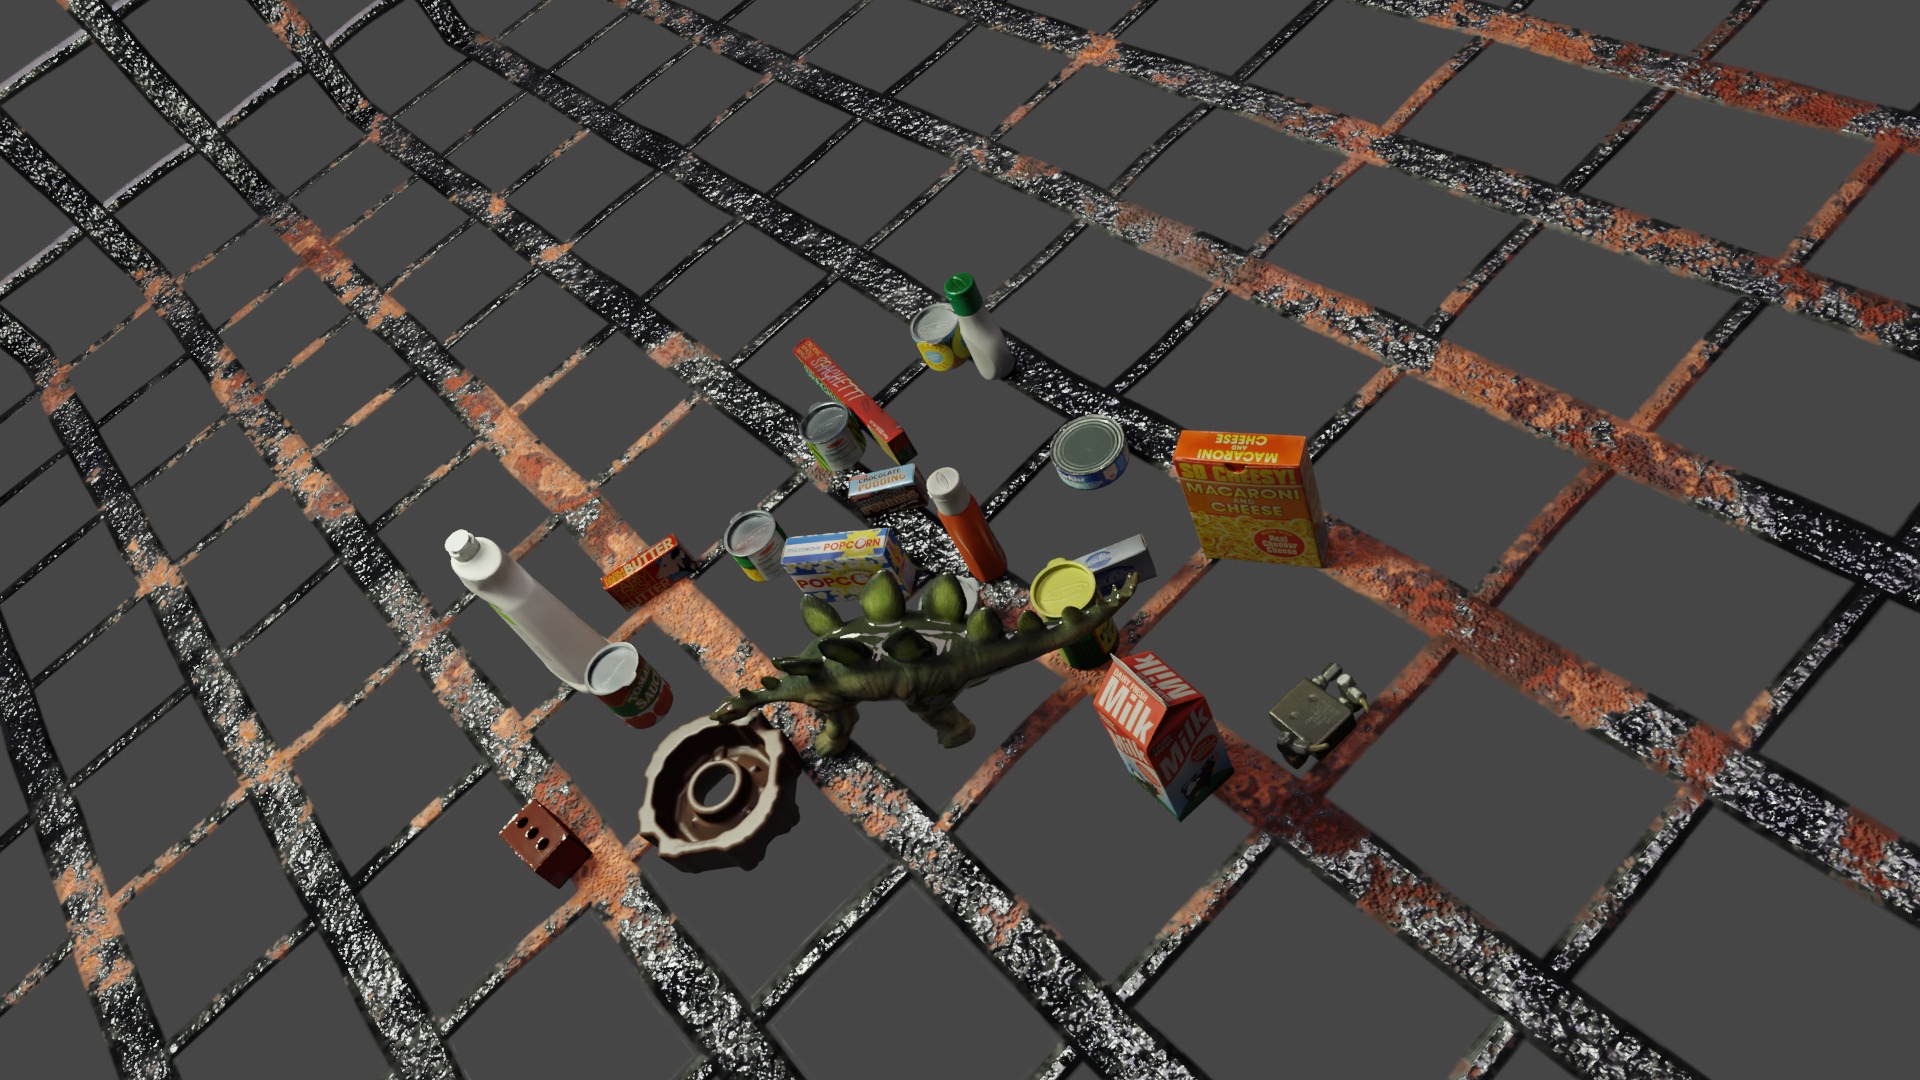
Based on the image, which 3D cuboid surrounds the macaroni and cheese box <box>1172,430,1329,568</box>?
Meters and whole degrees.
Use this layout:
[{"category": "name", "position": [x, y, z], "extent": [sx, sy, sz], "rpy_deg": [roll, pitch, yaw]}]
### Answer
[{"category": "macaroni and cheese box", "position": [0.288, -0.039, 1.364], "extent": [0.124, 0.165, 0.040], "rpy_deg": [5, 57, 27]}]

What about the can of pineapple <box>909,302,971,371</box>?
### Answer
[{"category": "can of pineapple", "position": [-0.024, -0.253, 1.738], "extent": [0.071, 0.057, 0.071], "rpy_deg": [-12, 51, 15]}]

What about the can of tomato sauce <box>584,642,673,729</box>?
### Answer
[{"category": "can of tomato sauce", "position": [-0.367, 0.163, 1.548], "extent": [0.071, 0.082, 0.071], "rpy_deg": [-12, 51, 15]}]

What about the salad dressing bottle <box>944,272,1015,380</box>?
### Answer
[{"category": "salad dressing bottle", "position": [0.022, -0.255, 1.660], "extent": [0.044, 0.147, 0.064], "rpy_deg": [-38, 49, -7]}]

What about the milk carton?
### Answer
[{"category": "milk carton", "position": [0.179, 0.167, 1.236], "extent": [0.073, 0.189, 0.072], "rpy_deg": [-41, 49, -10]}]

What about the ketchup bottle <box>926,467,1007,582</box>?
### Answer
[{"category": "ketchup bottle", "position": [0.005, -0.019, 1.483], "extent": [0.043, 0.148, 0.065], "rpy_deg": [-30, 48, 0]}]

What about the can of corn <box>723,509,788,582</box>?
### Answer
[{"category": "can of corn", "position": [-0.236, 0.005, 1.630], "extent": [0.071, 0.058, 0.071], "rpy_deg": [-12, 51, 15]}]

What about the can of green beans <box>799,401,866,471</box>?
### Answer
[{"category": "can of green beans", "position": [-0.155, -0.127, 1.698], "extent": [0.071, 0.057, 0.071], "rpy_deg": [-12, 51, 15]}]

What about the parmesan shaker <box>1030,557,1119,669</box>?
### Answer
[{"category": "parmesan shaker", "position": [0.116, 0.074, 1.394], "extent": [0.071, 0.102, 0.072], "rpy_deg": [-12, 51, 15]}]

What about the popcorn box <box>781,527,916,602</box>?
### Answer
[{"category": "popcorn box", "position": [-0.124, 0.029, 1.545], "extent": [0.126, 0.085, 0.038], "rpy_deg": [-5, 53, 20]}]

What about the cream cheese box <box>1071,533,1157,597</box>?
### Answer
[{"category": "cream cheese box", "position": [0.149, 0.034, 1.443], "extent": [0.104, 0.053, 0.024], "rpy_deg": [-22, 49, 7]}]

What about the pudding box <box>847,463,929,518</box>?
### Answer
[{"category": "pudding box", "position": [-0.083, -0.058, 1.618], "extent": [0.083, 0.049, 0.030], "rpy_deg": [-11, 51, 16]}]

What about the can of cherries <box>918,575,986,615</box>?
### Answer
[{"category": "can of cherries", "position": [-0.002, 0.079, 1.471], "extent": [0.071, 0.058, 0.072], "rpy_deg": [-12, 51, 15]}]

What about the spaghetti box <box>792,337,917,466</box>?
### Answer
[{"category": "spaghetti box", "position": [-0.135, -0.176, 1.732], "extent": [0.029, 0.050, 0.251], "rpy_deg": [-38, 49, -8]}]

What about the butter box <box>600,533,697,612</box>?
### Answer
[{"category": "butter box", "position": [-0.373, 0.040, 1.667], "extent": [0.103, 0.053, 0.024], "rpy_deg": [-33, 48, -3]}]
